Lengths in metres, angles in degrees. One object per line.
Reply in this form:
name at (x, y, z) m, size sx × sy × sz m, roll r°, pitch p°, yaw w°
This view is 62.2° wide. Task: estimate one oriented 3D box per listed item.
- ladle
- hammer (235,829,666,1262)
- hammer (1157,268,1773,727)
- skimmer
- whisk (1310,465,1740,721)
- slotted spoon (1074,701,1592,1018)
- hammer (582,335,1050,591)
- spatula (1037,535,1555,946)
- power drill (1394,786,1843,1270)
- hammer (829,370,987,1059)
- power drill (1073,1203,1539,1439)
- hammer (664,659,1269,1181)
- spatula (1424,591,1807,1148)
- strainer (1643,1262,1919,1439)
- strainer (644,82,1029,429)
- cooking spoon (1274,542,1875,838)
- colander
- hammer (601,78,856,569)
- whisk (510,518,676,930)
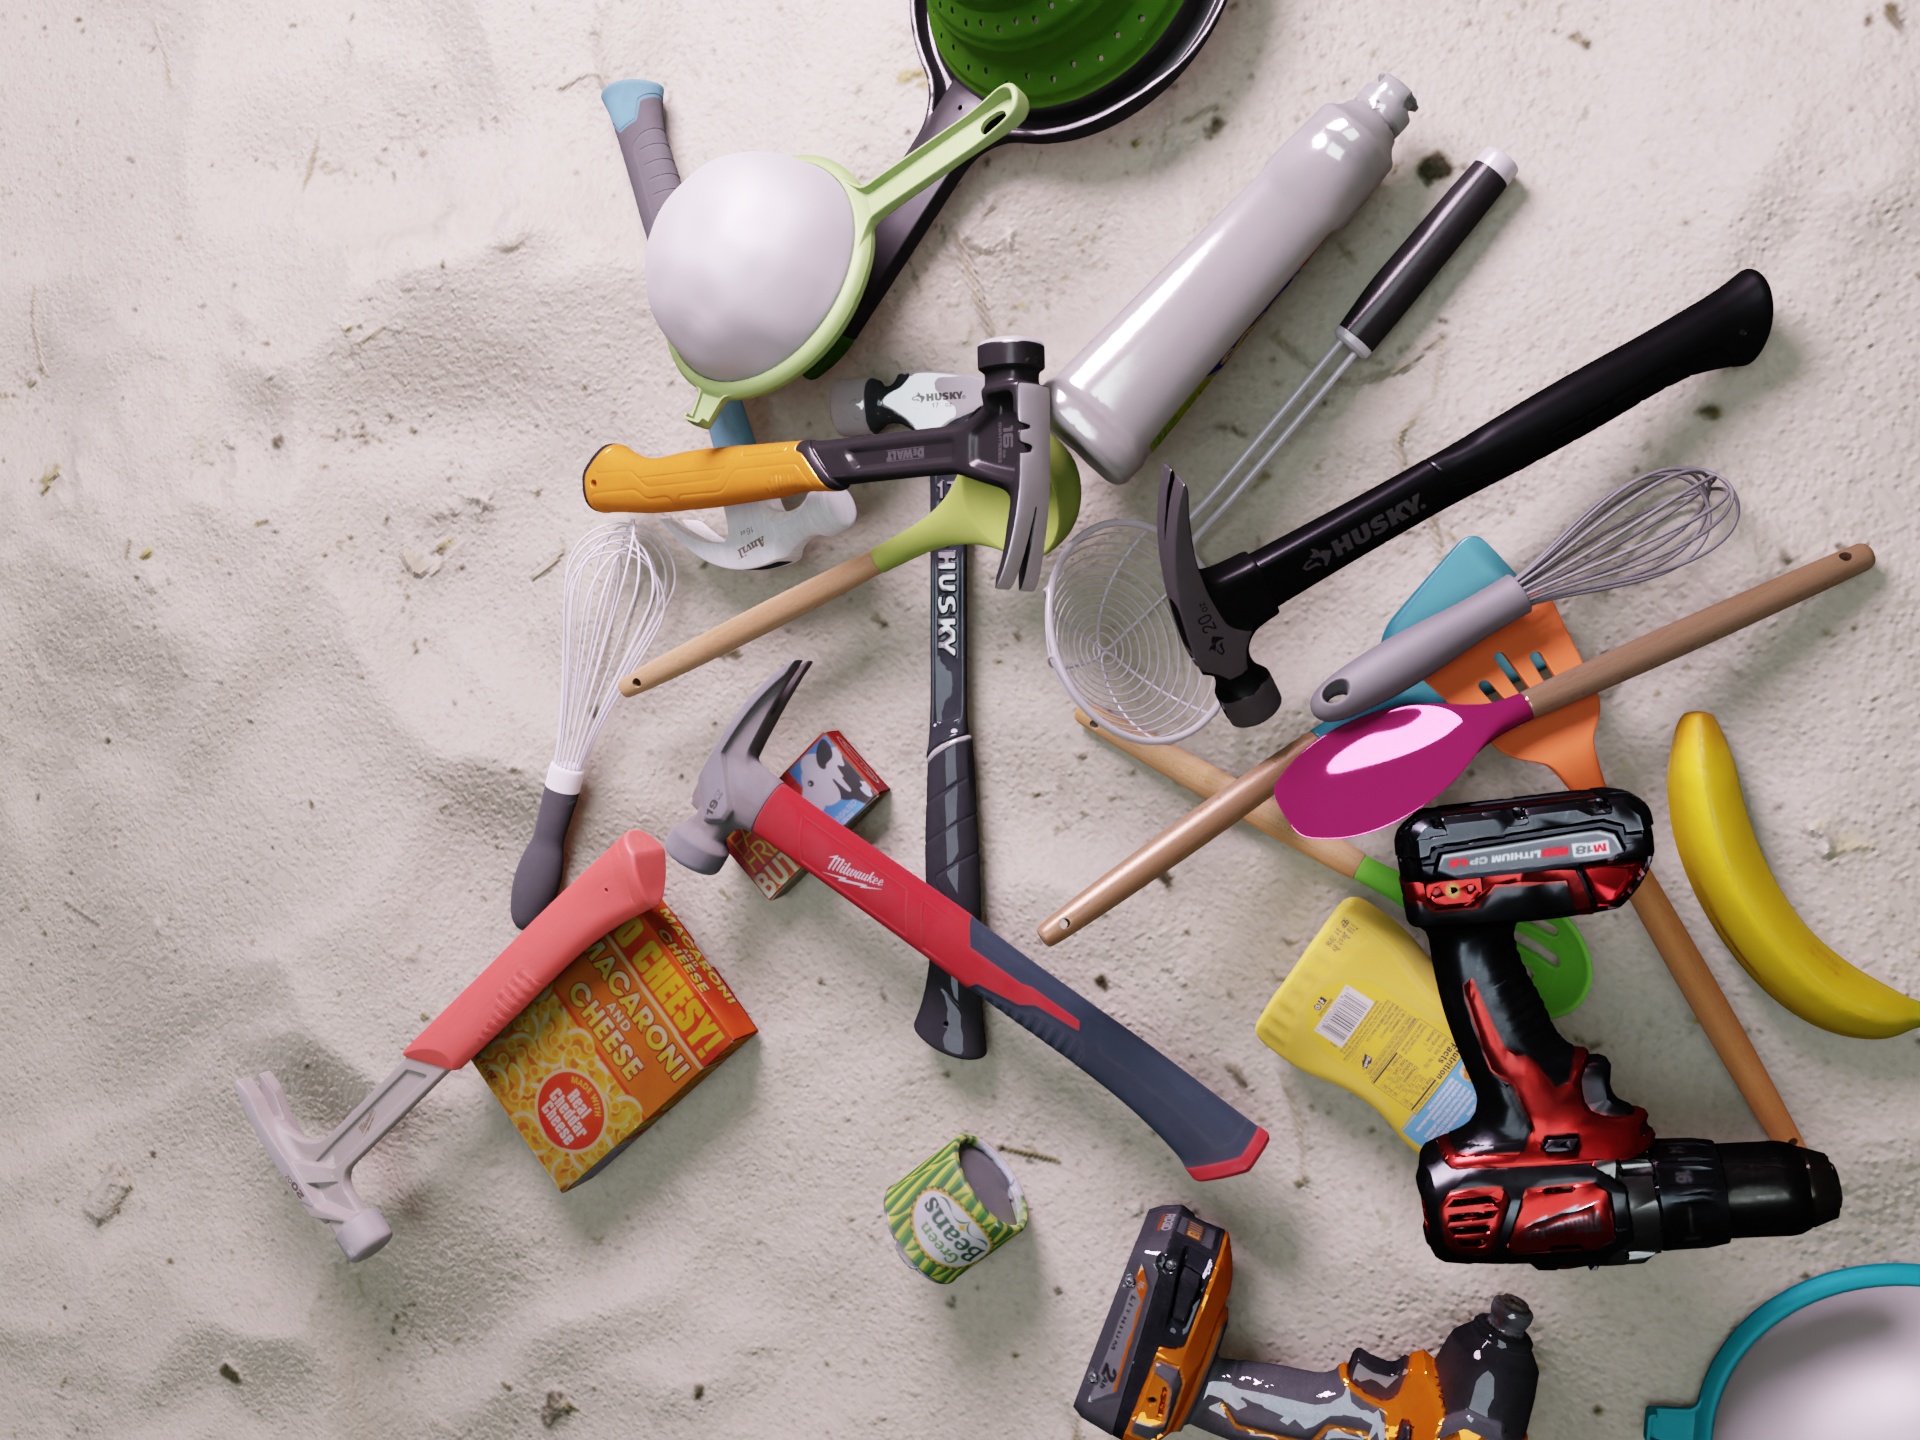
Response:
ladle at (-0.074, -0.079, 0.920) m, size 0.320 × 0.062 × 0.078 m, roll -24°, pitch 96°, yaw 19°
hammer at (-0.322, 0.188, 1.021) m, size 0.359 × 0.036 × 0.149 m, roll -44°, pitch 76°, yaw 17°
hammer at (0.255, -0.133, 0.807) m, size 0.335 × 0.035 × 0.146 m, roll -29°, pitch 119°, yaw 4°
skimmer at (0.180, -0.149, 0.849) m, size 0.127 × 0.090 × 0.363 m, roll 36°, pitch 102°, yaw -18°
whisk at (0.287, -0.062, 0.816) m, size 0.239 × 0.055 × 0.055 m, roll -30°, pitch 82°, yaw 6°
slotted spoon at (0.199, 0.066, 0.881) m, size 0.314 × 0.031 × 0.070 m, roll 30°, pitch 118°, yaw 18°
hammer at (-0.094, -0.134, 0.897) m, size 0.337 × 0.034 × 0.127 m, roll 2°, pitch 94°, yaw 37°
spatula at (0.172, 0.024, 0.851) m, size 0.317 × 0.044 × 0.082 m, roll -35°, pitch 84°, yaw -6°
power drill at (0.306, 0.149, 0.763) m, size 0.188 × 0.080 × 0.227 m, roll -8°, pitch 89°, yaw 16°
hammer at (-0.002, -0.003, 0.947) m, size 0.149 × 0.036 × 0.409 m, roll 0°, pitch 92°, yaw 18°
power drill at (0.193, 0.353, 0.866) m, size 0.226 × 0.084 × 0.164 m, roll 21°, pitch 98°, yaw 13°
hammer at (0.014, 0.120, 0.909) m, size 0.386 × 0.038 × 0.143 m, roll 34°, pitch 100°, yaw 13°
spatula at (0.350, 0.086, 0.821) m, size 0.081 × 0.041 × 0.322 m, roll -30°, pitch 90°, yaw 1°
strainer at (0.514, 0.337, 0.743) m, size 0.340 × 0.095 × 0.211 m, roll -44°, pitch 78°, yaw 16°
strainer at (-0.084, -0.281, 0.864) m, size 0.256 × 0.069 × 0.152 m, roll -25°, pitch 63°, yaw 27°
cooking spoon at (0.310, -0.017, 0.803) m, size 0.319 × 0.017 × 0.069 m, roll -25°, pitch 46°, yaw 3°
colander at (-0.004, -0.369, 0.891) m, size 0.205 × 0.094 × 0.397 m, roll 45°, pitch 109°, yaw 24°
hammer at (-0.162, -0.248, 0.984) m, size 0.128 × 0.033 × 0.331 m, roll -23°, pitch 80°, yaw 35°
whisk at (-0.246, 0.007, 1.022) m, size 0.070 × 0.070 × 0.284 m, roll 22°, pitch 103°, yaw 17°
